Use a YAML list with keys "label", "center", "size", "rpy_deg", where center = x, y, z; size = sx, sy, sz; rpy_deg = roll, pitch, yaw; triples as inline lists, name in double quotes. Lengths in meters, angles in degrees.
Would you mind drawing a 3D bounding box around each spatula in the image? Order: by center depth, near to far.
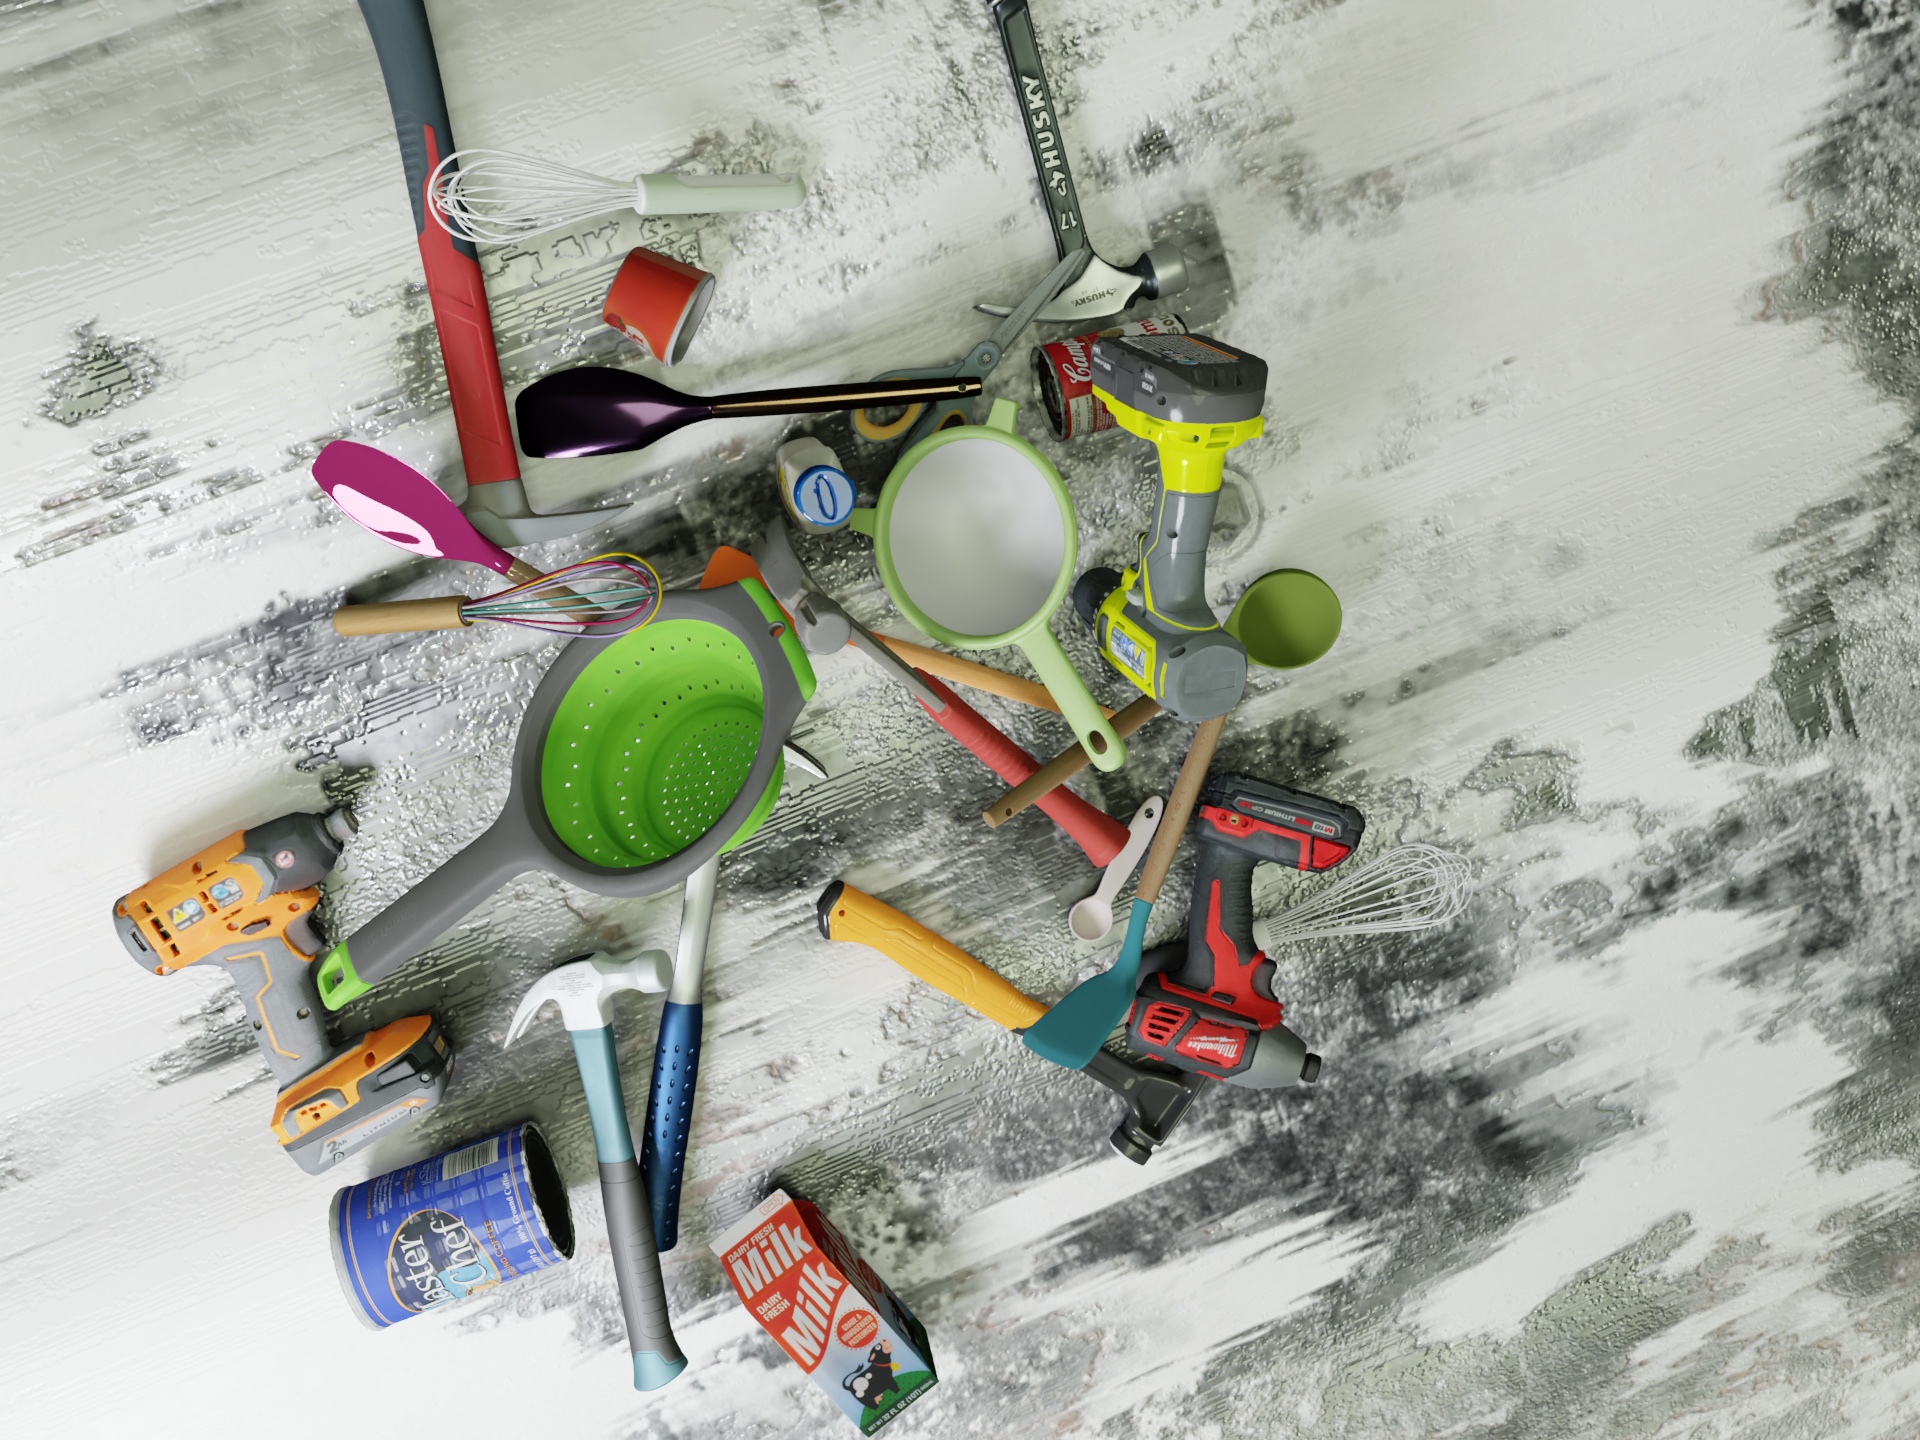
- label: "spatula"
  center: [-0.143, -0.216, 1.077]
  size: [0.316, 0.018, 0.059]
  rpy_deg: [-4, 102, -1]
- label: "spatula"
  center: [-0.034, -0.043, 1.136]
  size: [0.322, 0.041, 0.081]
  rpy_deg: [17, 105, -14]
- label: "spatula"
  center: [0.138, 0.106, 1.172]
  size: [0.044, 0.082, 0.317]
  rpy_deg: [25, 83, -28]

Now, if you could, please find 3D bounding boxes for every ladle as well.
- label: "ladle"
  center: [0.145, -0.012, 1.114]
  size: [0.320, 0.062, 0.078]
  rpy_deg: [-34, 117, -25]

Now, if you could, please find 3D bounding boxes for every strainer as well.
- label: "strainer"
  center: [0.048, -0.082, 1.087]
  size: [0.151, 0.069, 0.256]
  rpy_deg: [-34, 86, 27]

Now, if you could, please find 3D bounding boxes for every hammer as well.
- label: "hammer"
  center: [-0.315, -0.306, 1.027]
  size: [0.143, 0.038, 0.386]
  rpy_deg: [-8, 102, -1]
- label: "hammer"
  center: [0.031, -0.467, 1.065]
  size: [0.149, 0.036, 0.408]
  rpy_deg: [-19, 104, -5]
- label: "hammer"
  center: [-0.002, -0.004, 1.103]
  size: [0.036, 0.149, 0.358]
  rpy_deg: [-45, 125, 8]
- label: "hammer"
  center: [-0.244, 0.327, 1.146]
  size: [0.128, 0.033, 0.331]
  rpy_deg: [-6, 99, 14]
- label: "hammer"
  center: [-0.194, 0.195, 1.159]
  size: [0.144, 0.035, 0.405]
  rpy_deg: [8, 100, -11]
- label: "hammer"
  center: [0.041, 0.210, 1.205]
  size: [0.336, 0.034, 0.127]
  rpy_deg: [33, 95, -15]

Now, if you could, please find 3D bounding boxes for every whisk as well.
- label: "whisk"
  center: [-0.213, -0.337, 1.016]
  size: [0.246, 0.058, 0.059]
  rpy_deg: [-11, 132, -26]
- label: "whisk"
  center: [-0.303, -0.077, 1.040]
  size: [0.245, 0.051, 0.047]
  rpy_deg: [-3, 118, 17]
- label: "whisk"
  center: [0.258, 0.156, 1.223]
  size: [0.284, 0.070, 0.070]
  rpy_deg: [-17, 104, -2]

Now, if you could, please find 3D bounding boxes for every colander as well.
- label: "colander"
  center: [-0.247, 0.073, 1.047]
  size: [0.397, 0.205, 0.094]
  rpy_deg: [-37, 148, 7]

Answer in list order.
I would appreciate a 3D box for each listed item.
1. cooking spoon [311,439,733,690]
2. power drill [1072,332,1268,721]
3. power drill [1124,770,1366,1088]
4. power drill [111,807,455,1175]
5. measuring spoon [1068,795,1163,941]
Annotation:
- label: "cooking spoon"
  center: [-0.279, -0.090, 1.061]
  size: [0.318, 0.017, 0.068]
  rpy_deg: [33, 130, -27]
- label: "power drill"
  center: [0.129, -0.134, 1.051]
  size: [0.080, 0.191, 0.228]
  rpy_deg: [-7, 115, -18]
- label: "power drill"
  center: [0.217, 0.158, 1.167]
  size: [0.143, 0.078, 0.220]
  rpy_deg: [17, 87, 8]
- label: "power drill"
  center: [-0.443, 0.176, 1.090]
  size: [0.164, 0.084, 0.226]
  rpy_deg: [-31, 102, -4]
- label: "measuring spoon"
  center: [0.119, 0.111, 1.212]
  size: [0.034, 0.018, 0.124]
  rpy_deg: [30, 88, -14]
